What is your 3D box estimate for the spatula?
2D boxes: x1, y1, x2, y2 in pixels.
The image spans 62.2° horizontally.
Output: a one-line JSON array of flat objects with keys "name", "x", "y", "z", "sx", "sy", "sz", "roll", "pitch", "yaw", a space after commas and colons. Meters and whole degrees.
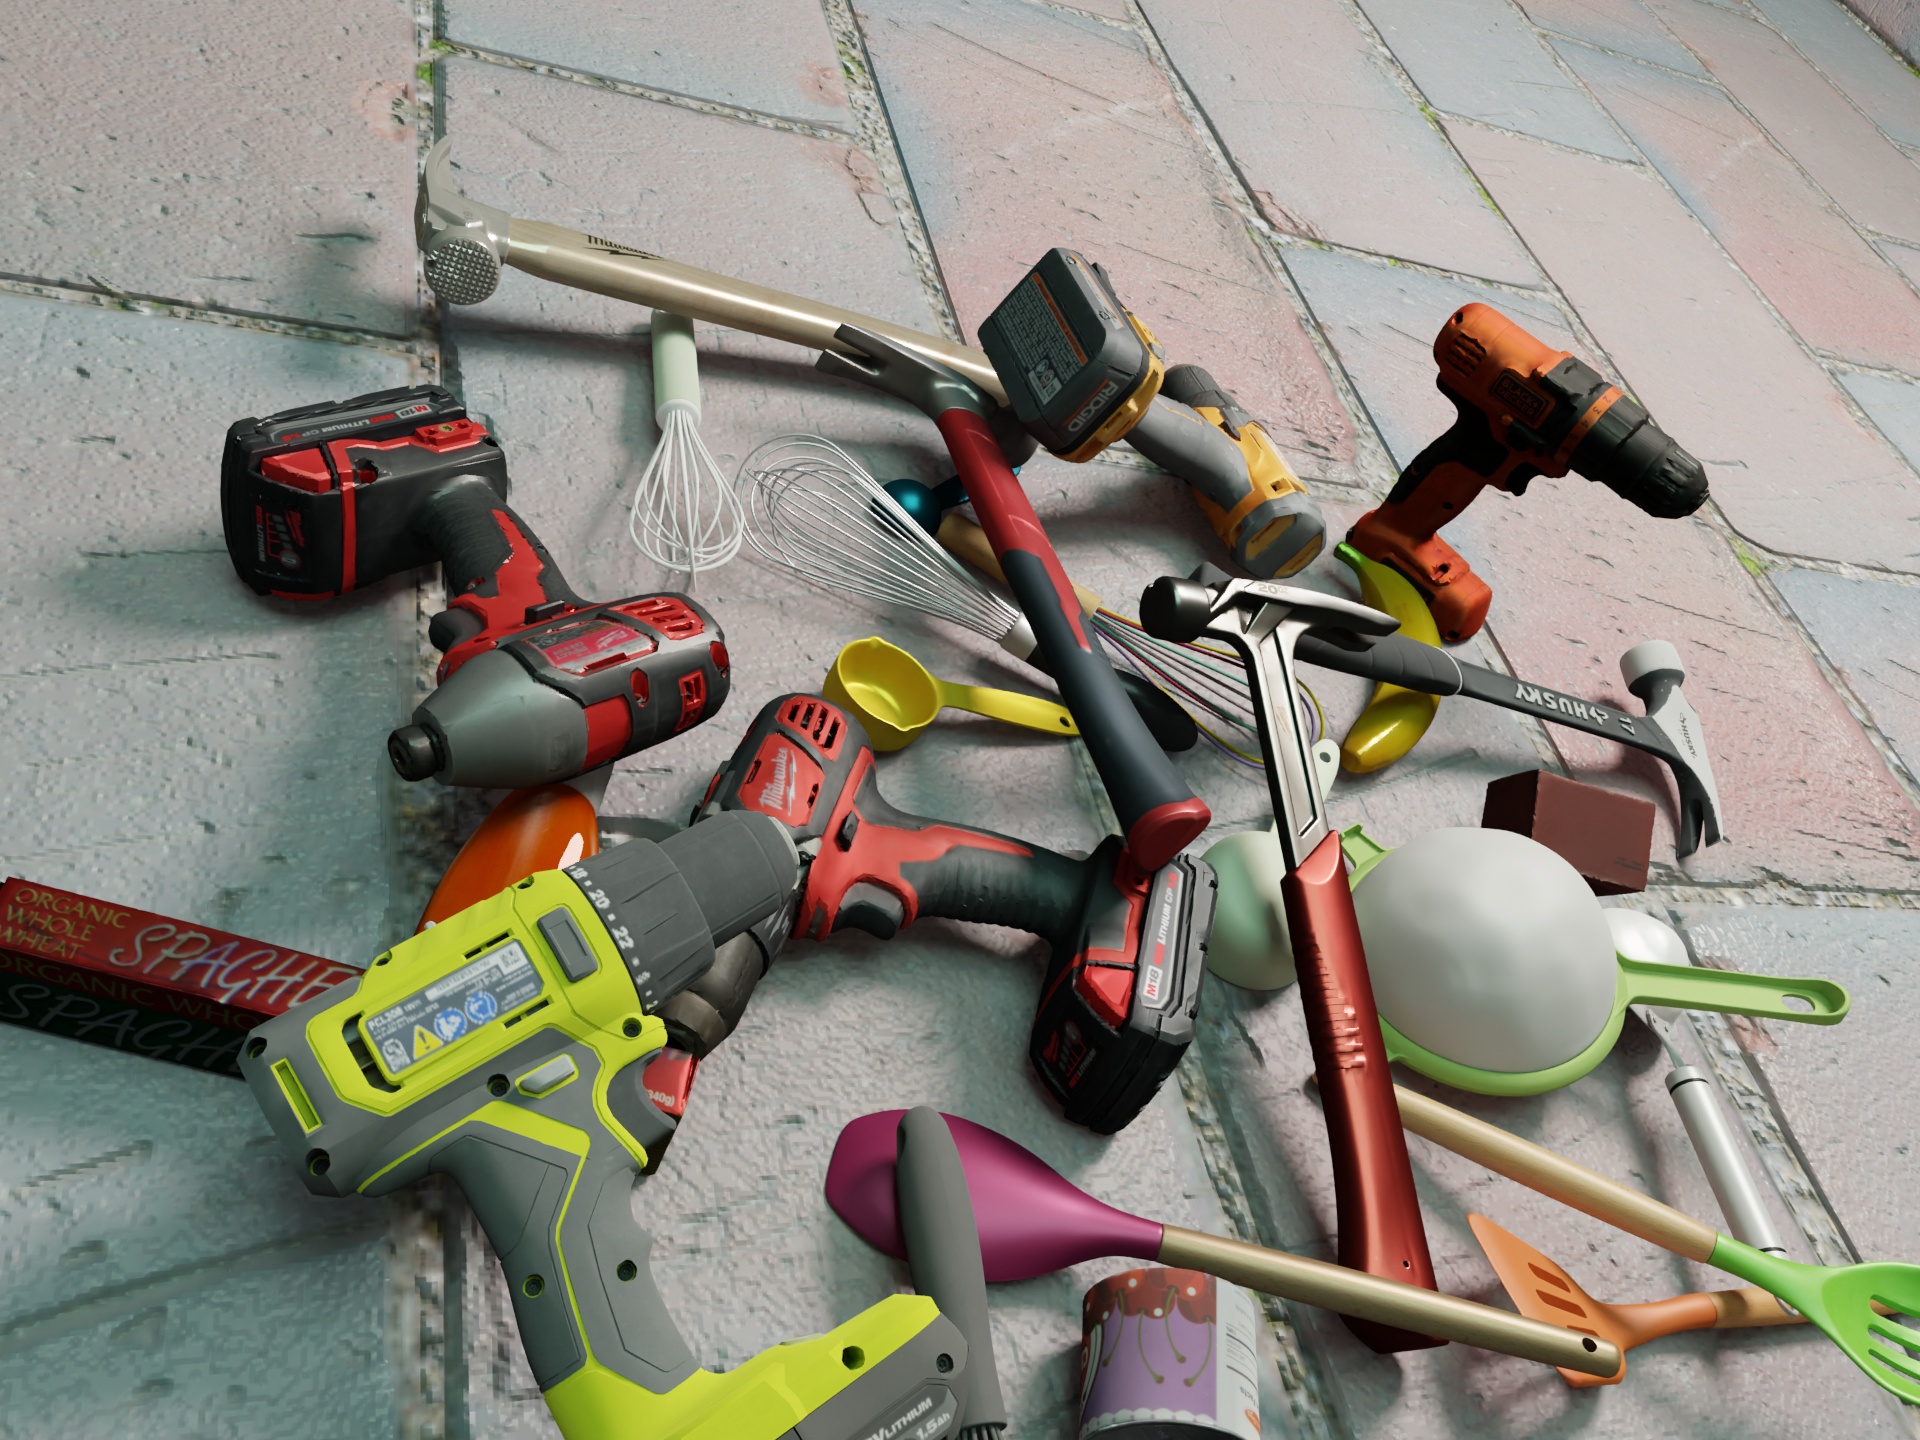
[{"name": "spatula", "x": 0.365, "y": 0.266, "z": 0.733, "sx": 0.322, "sy": 0.041, "sz": 0.081, "roll": 6, "pitch": 36, "yaw": -24}]

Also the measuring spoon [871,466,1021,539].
[{"name": "measuring spoon", "x": -0.001, "y": -0.141, "z": 0.940, "sx": 0.042, "sy": 0.021, "sz": 0.128, "roll": 43, "pitch": 45, "yaw": 16}]

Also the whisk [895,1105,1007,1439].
[{"name": "whisk", "x": 0.005, "y": 0.245, "z": 0.554, "sx": 0.055, "sy": 0.055, "sz": 0.239, "roll": 5, "pitch": 50, "yaw": -23}]

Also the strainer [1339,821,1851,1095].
[{"name": "strainer", "x": 0.312, "y": 0.110, "z": 0.779, "sx": 0.256, "sy": 0.069, "sz": 0.152, "roll": 7, "pitch": 47, "yaw": 4}]

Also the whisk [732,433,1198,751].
[{"name": "whisk", "x": 0.006, "y": -0.063, "z": 0.850, "sx": 0.284, "sy": 0.070, "sz": 0.070, "roll": 31, "pitch": 43, "yaw": -4}]

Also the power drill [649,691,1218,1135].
[{"name": "power drill", "x": -0.016, "y": 0.094, "z": 0.677, "sx": 0.226, "sy": 0.080, "sz": 0.188, "roll": 23, "pitch": 43, "yaw": -2}]

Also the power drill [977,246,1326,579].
[{"name": "power drill", "x": 0.116, "y": -0.195, "z": 0.971, "sx": 0.226, "sy": 0.084, "sz": 0.186, "roll": 25, "pitch": 31, "yaw": -39}]

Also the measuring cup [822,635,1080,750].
[{"name": "measuring cup", "x": -0.001, "y": -0.003, "z": 0.817, "sx": 0.156, "sy": 0.029, "sz": 0.062, "roll": 11, "pitch": 45, "yaw": -34}]

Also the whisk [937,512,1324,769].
[{"name": "whisk", "x": 0.095, "y": -0.051, "z": 0.892, "sx": 0.245, "sy": 0.047, "sz": 0.051, "roll": 32, "pitch": 45, "yaw": 8}]

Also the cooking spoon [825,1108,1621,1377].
[{"name": "cooking spoon", "x": 0.103, "y": 0.212, "z": 0.629, "sx": 0.319, "sy": 0.017, "sz": 0.069, "roll": 14, "pitch": 44, "yaw": 2}]

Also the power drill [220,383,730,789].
[{"name": "power drill", "x": -0.216, "y": -0.052, "z": 0.678, "sx": 0.220, "sy": 0.078, "sz": 0.143, "roll": 39, "pitch": 43, "yaw": 27}]

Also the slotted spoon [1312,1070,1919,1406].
[{"name": "slotted spoon", "x": 0.308, "y": 0.221, "z": 0.708, "sx": 0.314, "sy": 0.031, "sz": 0.070, "roll": 22, "pitch": 45, "yaw": 15}]

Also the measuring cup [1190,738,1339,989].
[{"name": "measuring cup", "x": 0.168, "y": 0.060, "z": 0.807, "sx": 0.083, "sy": 0.038, "sz": 0.168, "roll": 32, "pitch": 54, "yaw": 3}]

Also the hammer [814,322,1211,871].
[{"name": "hammer", "x": 0.027, "y": -0.077, "z": 0.800, "sx": 0.143, "sy": 0.038, "sz": 0.387, "roll": 19, "pitch": 32, "yaw": -32}]

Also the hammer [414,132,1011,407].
[{"name": "hammer", "x": -0.111, "y": -0.245, "z": 0.943, "sx": 0.410, "sy": 0.038, "sz": 0.146, "roll": 10, "pitch": 36, "yaw": -29}]

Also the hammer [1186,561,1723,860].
[{"name": "hammer", "x": 0.291, "y": -0.019, "z": 0.915, "sx": 0.408, "sy": 0.036, "sz": 0.149, "roll": 13, "pitch": 54, "yaw": -27}]

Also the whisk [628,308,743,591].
[{"name": "whisk", "x": -0.153, "y": -0.160, "z": 0.866, "sx": 0.058, "sy": 0.059, "sz": 0.247, "roll": -5, "pitch": 45, "yaw": -9}]

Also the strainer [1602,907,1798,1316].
[{"name": "strainer", "x": 0.363, "y": 0.175, "z": 0.797, "sx": 0.086, "sy": 0.050, "sz": 0.259, "roll": 33, "pitch": 33, "yaw": -30}]

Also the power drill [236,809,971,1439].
[{"name": "power drill", "x": -0.097, "y": 0.152, "z": 0.524, "sx": 0.190, "sy": 0.080, "sz": 0.228, "roll": -28, "pitch": 78, "yaw": -24}]

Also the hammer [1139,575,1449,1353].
[{"name": "hammer", "x": 0.175, "y": 0.098, "z": 0.734, "sx": 0.149, "sy": 0.036, "sz": 0.359, "roll": 8, "pitch": 61, "yaw": -27}]
